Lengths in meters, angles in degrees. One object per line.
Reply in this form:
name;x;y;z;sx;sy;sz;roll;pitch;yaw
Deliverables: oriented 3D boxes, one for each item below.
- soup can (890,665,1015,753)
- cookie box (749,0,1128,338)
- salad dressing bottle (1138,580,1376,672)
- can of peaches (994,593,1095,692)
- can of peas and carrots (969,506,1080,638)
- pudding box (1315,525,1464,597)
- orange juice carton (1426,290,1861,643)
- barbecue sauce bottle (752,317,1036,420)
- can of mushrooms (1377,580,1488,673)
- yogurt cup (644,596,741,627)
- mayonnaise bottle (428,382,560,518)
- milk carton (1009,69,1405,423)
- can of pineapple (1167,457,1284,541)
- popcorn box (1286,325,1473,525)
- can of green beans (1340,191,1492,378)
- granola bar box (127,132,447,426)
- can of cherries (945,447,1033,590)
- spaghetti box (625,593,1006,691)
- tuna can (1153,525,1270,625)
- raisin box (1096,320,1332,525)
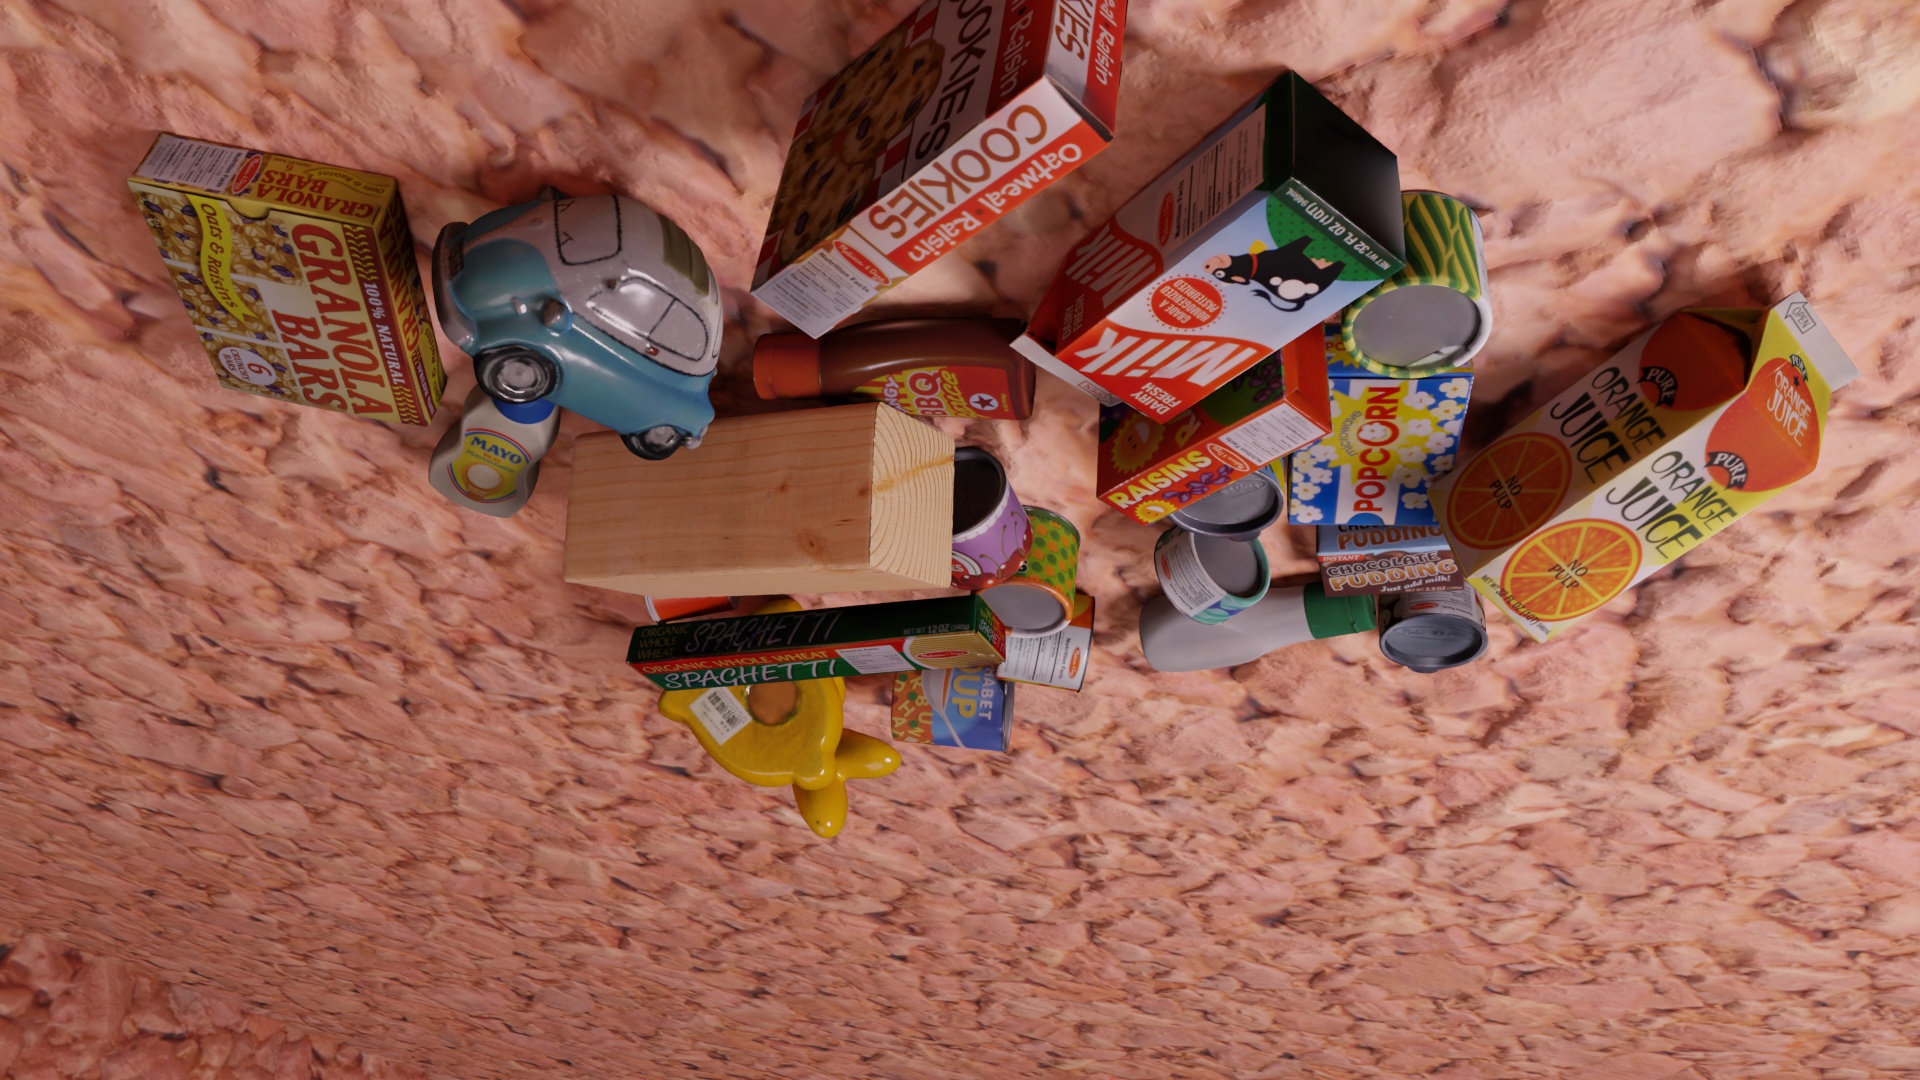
soup can;-0.005;0.117;1.020;0.084;0.072;0.071;5;145;7
cookie box;-0.008;-0.170;0.563;0.167;0.123;0.040;-25;133;39
salad dressing bottle;0.192;0.052;0.902;0.147;0.044;0.064;-11;138;25
can of peaches;0.056;0.064;0.933;0.058;0.071;0.071;9;145;0
can of peas and carrots;0.039;0.020;0.877;0.071;0.059;0.070;6;145;4
pudding box;0.258;0.007;0.834;0.083;0.030;0.049;-4;142;18
orange juice carton;0.337;-0.041;0.684;0.071;0.073;0.192;34;120;-27
barbecue sauce bottle;-0.036;-0.093;0.748;0.148;0.044;0.064;2;153;10
can of mushrooms;0.300;0.054;0.887;0.071;0.033;0.070;6;145;4
yogurt cup;-0.177;0.020;0.926;0.054;0.073;0.072;-3;144;4
mayonnaise bottle;-0.276;-0.067;0.842;0.065;0.041;0.147;26;143;-19
milk carton;0.108;-0.121;0.649;0.072;0.074;0.189;29;141;-26
can of pineapple;0.145;-0.042;0.766;0.071;0.058;0.070;6;145;5
popcorn box;0.220;-0.059;0.742;0.085;0.038;0.126;0;144;11
can of green beans;0.209;-0.117;0.644;0.071;0.058;0.071;6;145;5
granola bar box;-0.363;-0.137;0.766;0.124;0.039;0.164;11;145;-2
can of cherries;0.003;-0.010;0.833;0.071;0.072;0.058;-5;143;20
spaghetti box;-0.096;0.067;0.890;0.250;0.029;0.050;-6;150;20
tuna can;0.154;0.014;0.840;0.071;0.071;0.032;26;141;-22
raisin box;0.126;-0.071;0.705;0.040;0.086;0.123;28;141;-32
